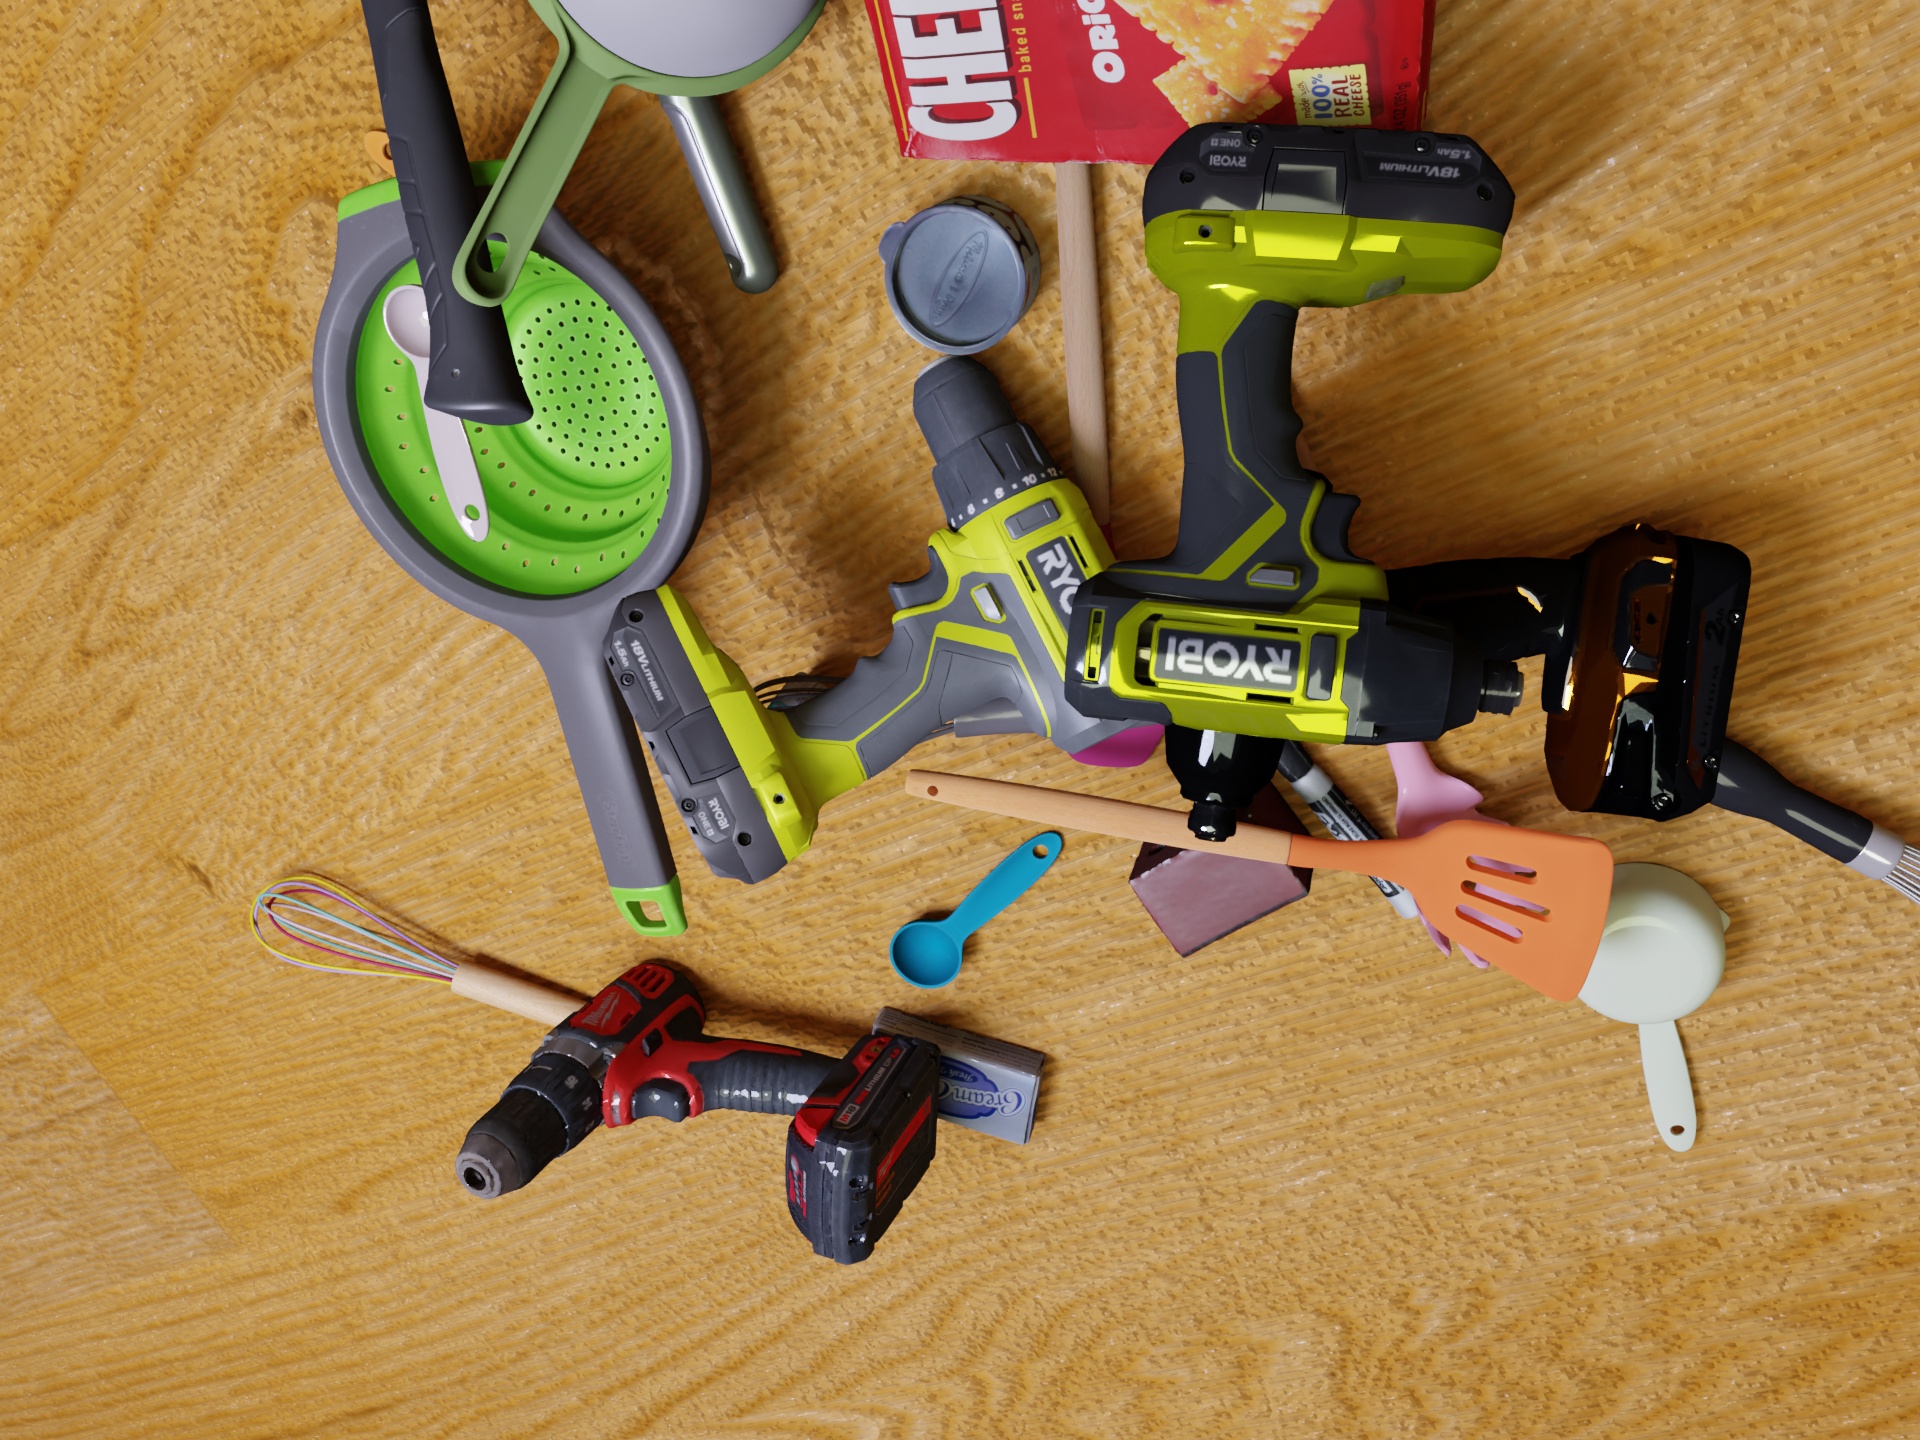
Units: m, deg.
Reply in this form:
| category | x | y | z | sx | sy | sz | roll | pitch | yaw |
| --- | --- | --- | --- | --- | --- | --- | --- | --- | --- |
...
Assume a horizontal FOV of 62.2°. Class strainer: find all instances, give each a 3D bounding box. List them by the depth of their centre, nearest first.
| category | x | y | z | sx | sy | sz | roll | pitch | yaw |
| --- | --- | --- | --- | --- | --- | --- | --- | --- | --- |
| strainer | -0.123 | -0.273 | 0.613 | 0.151 | 0.069 | 0.256 | 27 | 91 | -38 |

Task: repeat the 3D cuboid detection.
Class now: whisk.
| category | x | y | z | sx | sy | sz | roll | pitch | yaw |
| --- | --- | --- | --- | --- | --- | --- | --- | --- | --- |
| whisk | 0.434 | 0.073 | 0.703 | 0.284 | 0.070 | 0.070 | 29 | 121 | 9 |
| whisk | -0.135 | -0.309 | 0.709 | 0.058 | 0.059 | 0.246 | 17 | 134 | 55 |
| whisk | -0.001 | -0.003 | 0.776 | 0.239 | 0.055 | 0.055 | -5 | 115 | 2 |
| whisk | -0.337 | 0.151 | 1.008 | 0.245 | 0.047 | 0.051 | 18 | 132 | 5 |

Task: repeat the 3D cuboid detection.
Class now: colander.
| category | x | y | z | sx | sy | sz | roll | pitch | yaw |
| --- | --- | --- | --- | --- | --- | --- | --- | --- | --- |
| colander | -0.186 | -0.079 | 0.808 | 0.204 | 0.094 | 0.396 | -3 | 114 | 20 |

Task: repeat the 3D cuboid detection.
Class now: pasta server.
| category | x | y | z | sx | sy | sz | roll | pitch | yaw |
| --- | --- | --- | --- | --- | --- | --- | --- | --- | --- |
| pasta server | 0.194 | -0.028 | 0.740 | 0.060 | 0.040 | 0.316 | -26 | 105 | -2 |

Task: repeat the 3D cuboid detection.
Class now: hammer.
| category | x | y | z | sx | sy | sz | roll | pitch | yaw |
| --- | --- | --- | --- | --- | --- | --- | --- | --- | --- |
| hammer | -0.231 | -0.283 | 0.678 | 0.146 | 0.035 | 0.335 | -17 | 82 | 18 |

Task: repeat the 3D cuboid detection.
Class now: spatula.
| category | x | y | z | sx | sy | sz | roll | pitch | yaw |
| --- | --- | --- | --- | --- | --- | --- | --- | --- | --- |
| spatula | 0.129 | 0.059 | 0.741 | 0.322 | 0.041 | 0.081 | 10 | 113 | 11 |

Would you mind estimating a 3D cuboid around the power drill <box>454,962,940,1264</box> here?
| category | x | y | z | sx | sy | sz | roll | pitch | yaw |
| --- | --- | --- | --- | --- | --- | --- | --- | --- | --- |
| power drill | -0.142 | 0.219 | 0.876 | 0.227 | 0.188 | 0.080 | 12 | 115 | 20 |

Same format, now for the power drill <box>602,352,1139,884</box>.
| category | x | y | z | sx | sy | sz | roll | pitch | yaw |
| --- | --- | --- | --- | --- | --- | --- | --- | --- | --- |
| power drill | -0.039 | -0.045 | 0.721 | 0.228 | 0.080 | 0.190 | -26 | 86 | -8 |

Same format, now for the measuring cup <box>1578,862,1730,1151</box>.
| category | x | y | z | sx | sy | sz | roll | pitch | yaw |
| --- | --- | --- | --- | --- | --- | --- | --- | --- | --- |
| measuring cup | 0.340 | 0.151 | 0.777 | 0.083 | 0.038 | 0.167 | -11 | 109 | 23 |

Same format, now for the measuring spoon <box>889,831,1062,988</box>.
| category | x | y | z | sx | sy | sz | roll | pitch | yaw |
| --- | --- | --- | --- | --- | --- | --- | --- | --- | --- |
| measuring spoon | 0.011 | 0.100 | 0.881 | 0.042 | 0.021 | 0.128 | 44 | 111 | -6 |

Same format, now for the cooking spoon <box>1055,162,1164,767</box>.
| category | x | y | z | sx | sy | sz | roll | pitch | yaw |
| --- | --- | --- | --- | --- | --- | --- | --- | --- | --- |
| cooking spoon | 0.061 | -0.118 | 0.751 | 0.069 | 0.017 | 0.318 | 3 | 117 | 17 |

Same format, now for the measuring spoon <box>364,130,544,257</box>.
| category | x | y | z | sx | sy | sz | roll | pitch | yaw |
| --- | --- | --- | --- | --- | --- | --- | --- | --- | --- |
| measuring spoon | -0.247 | -0.263 | 0.791 | 0.117 | 0.011 | 0.021 | 30 | 122 | 7 |

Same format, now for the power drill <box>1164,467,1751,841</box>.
| category | x | y | z | sx | sy | sz | roll | pitch | yaw |
| --- | --- | --- | --- | --- | --- | --- | --- | --- | --- |
| power drill | 0.199 | -0.017 | 0.680 | 0.226 | 0.084 | 0.164 | 8 | 94 | 5 |

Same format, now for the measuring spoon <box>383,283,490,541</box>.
| category | x | y | z | sx | sy | sz | roll | pitch | yaw |
| --- | --- | --- | --- | --- | --- | --- | --- | --- | --- |
| measuring spoon | -0.235 | -0.142 | 0.734 | 0.034 | 0.018 | 0.124 | 4 | 122 | 16 |

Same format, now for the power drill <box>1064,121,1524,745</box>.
| category | x | y | z | sx | sy | sz | roll | pitch | yaw |
| --- | --- | --- | --- | --- | --- | --- | --- | --- | --- |
| power drill | 0.137 | -0.104 | 0.613 | 0.171 | 0.080 | 0.223 | 6 | 93 | 9 |
